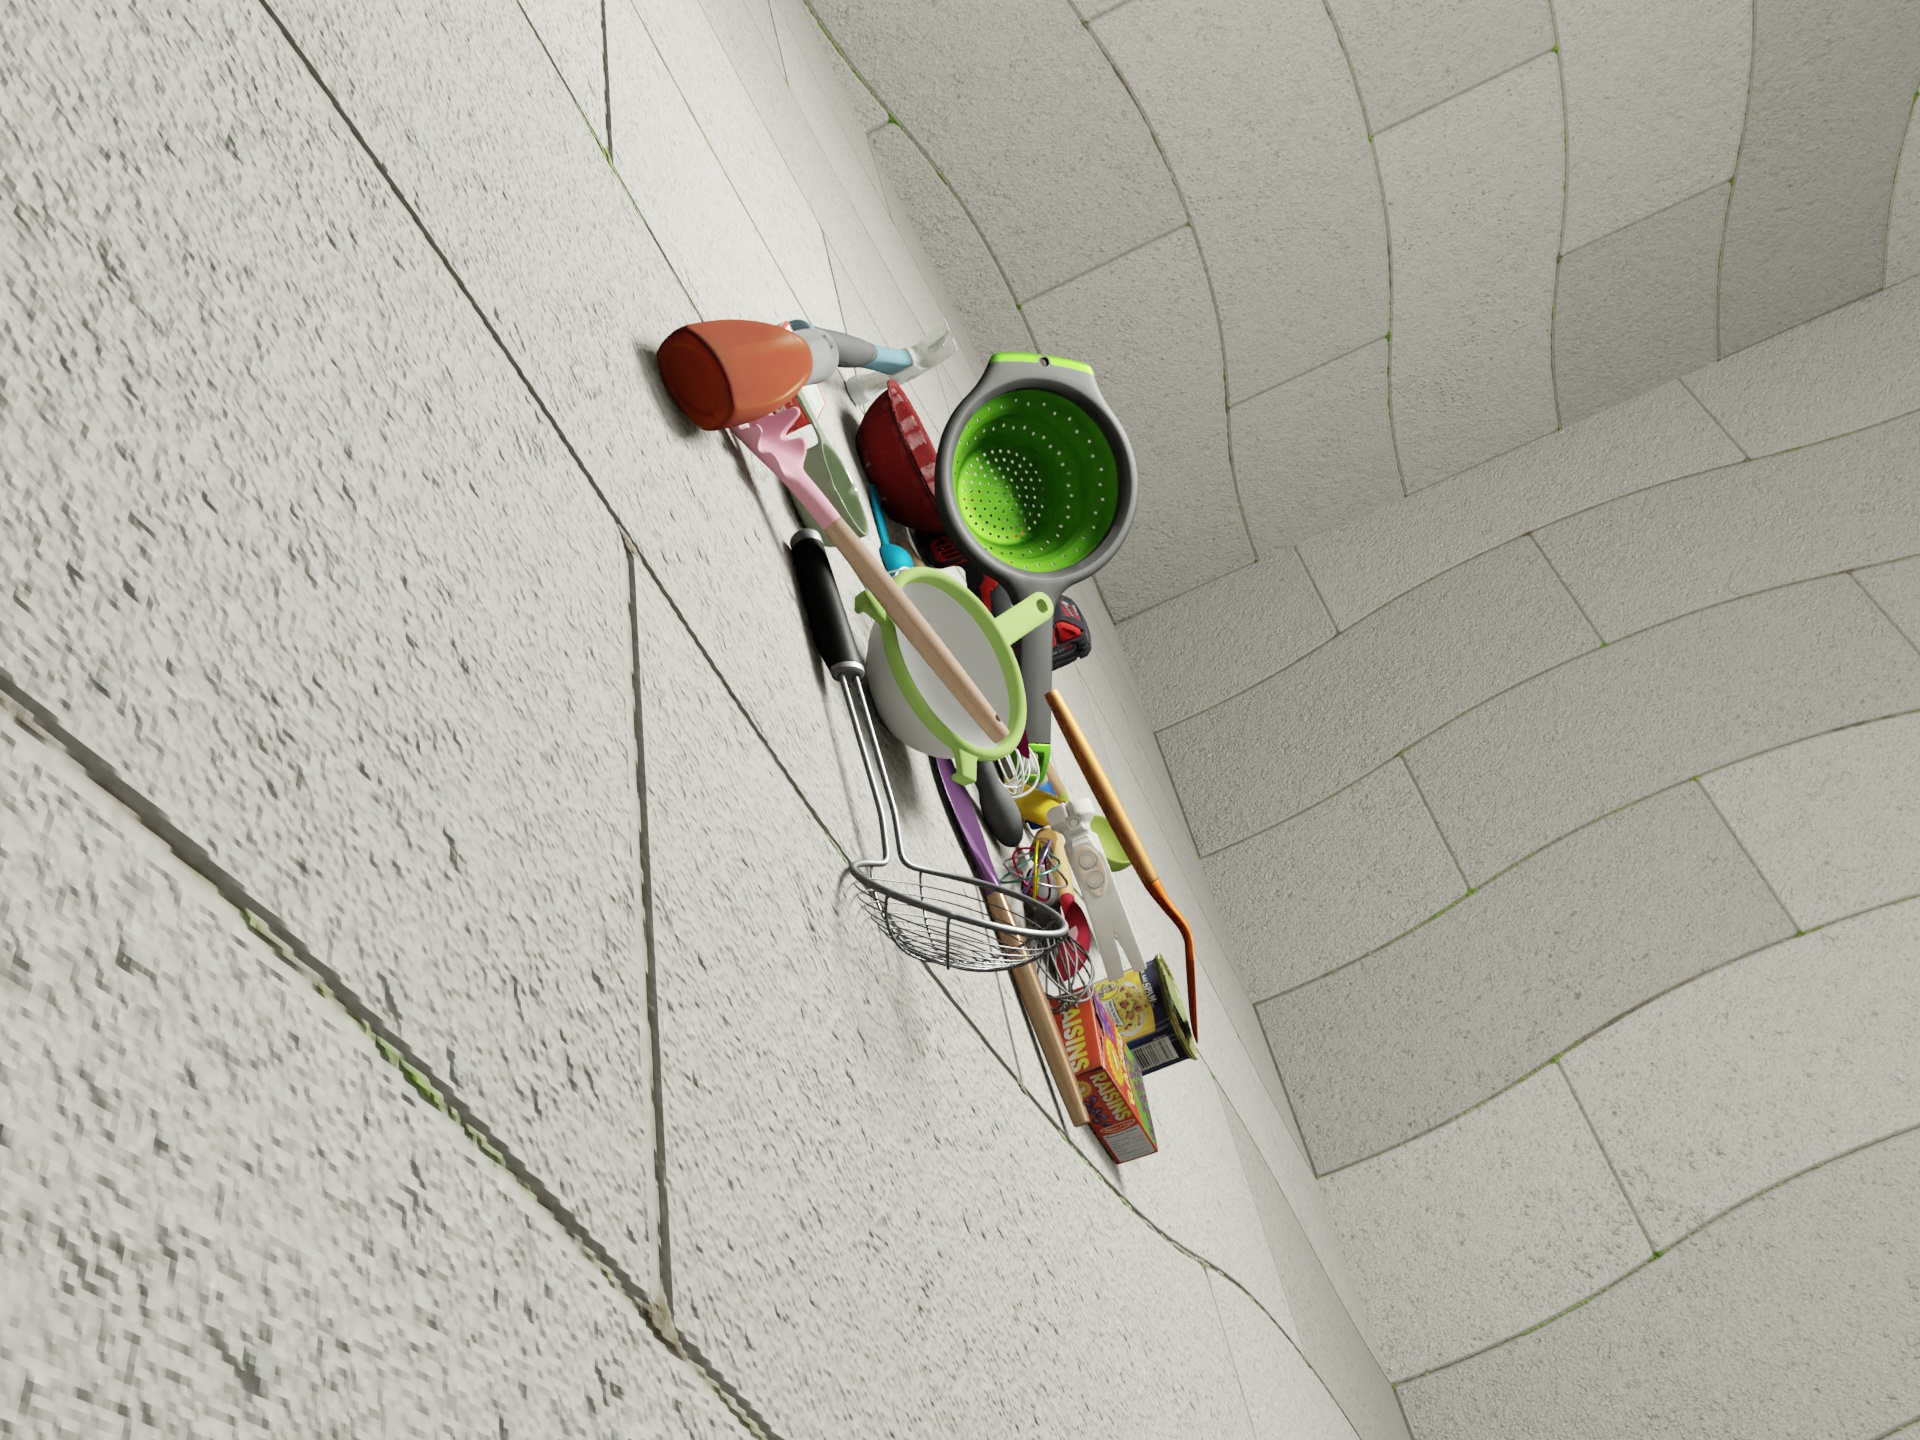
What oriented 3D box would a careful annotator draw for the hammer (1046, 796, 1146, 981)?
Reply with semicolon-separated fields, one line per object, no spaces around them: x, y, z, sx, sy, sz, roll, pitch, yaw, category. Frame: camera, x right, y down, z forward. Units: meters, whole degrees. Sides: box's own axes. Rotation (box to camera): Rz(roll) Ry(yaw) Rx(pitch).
0.133;0.172;1.451;0.410;0.038;0.146;57;14;-76;hammer

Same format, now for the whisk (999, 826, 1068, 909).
0.066;0.119;1.344;0.047;0.051;0.245;63;6;0;whisk

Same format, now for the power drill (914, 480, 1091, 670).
0.054;-0.151;1.664;0.079;0.143;0.219;-106;170;-51;power drill

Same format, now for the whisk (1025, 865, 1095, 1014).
0.073;0.175;1.309;0.239;0.055;0.055;-99;163;-71;whisk

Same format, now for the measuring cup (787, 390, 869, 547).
-0.120;-0.204;1.168;0.167;0.038;0.083;64;10;-3;measuring cup

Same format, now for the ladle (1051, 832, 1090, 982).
0.097;0.160;1.492;0.315;0.031;0.069;-90;-175;-74;ladle

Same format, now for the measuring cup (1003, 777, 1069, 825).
0.072;0.077;1.394;0.062;0.029;0.156;24;-3;-11;measuring cup

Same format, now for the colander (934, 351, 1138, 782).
0.056;-0.140;1.504;0.094;0.204;0.397;176;-84;-69;colander

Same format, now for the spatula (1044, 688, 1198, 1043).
0.145;0.121;1.368;0.322;0.041;0.081;62;6;2;spatula

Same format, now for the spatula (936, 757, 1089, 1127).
0.034;0.155;1.208;0.316;0.018;0.059;69;11;20;spatula

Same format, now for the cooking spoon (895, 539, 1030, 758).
-0.002;-0.072;1.361;0.319;0.017;0.068;-120;-166;-49;cooking spoon

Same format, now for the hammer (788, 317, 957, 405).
-0.094;-0.331;1.441;0.033;0.128;0.331;67;18;-2;hammer

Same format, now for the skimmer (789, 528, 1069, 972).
-0.038;0.000;0.969;0.127;0.090;0.364;12;45;-38;skimmer

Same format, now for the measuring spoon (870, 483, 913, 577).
-0.062;-0.172;1.437;0.042;0.021;0.129;55;16;-50;measuring spoon

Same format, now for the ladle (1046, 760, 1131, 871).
0.107;0.054;1.729;0.319;0.062;0.078;56;14;-35;ladle

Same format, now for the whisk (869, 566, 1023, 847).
-0.003;-0.004;1.289;0.070;0.070;0.284;-98;167;-57;whisk

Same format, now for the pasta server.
-0.064;-0.115;1.066;0.316;0.040;0.060;52;32;-4;pasta server

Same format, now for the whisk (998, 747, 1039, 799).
0.007;-0.034;1.420;0.057;0.059;0.247;108;-36;-56;whisk

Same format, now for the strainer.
-0.002;-0.046;1.191;0.151;0.069;0.256;60;30;-4;strainer
